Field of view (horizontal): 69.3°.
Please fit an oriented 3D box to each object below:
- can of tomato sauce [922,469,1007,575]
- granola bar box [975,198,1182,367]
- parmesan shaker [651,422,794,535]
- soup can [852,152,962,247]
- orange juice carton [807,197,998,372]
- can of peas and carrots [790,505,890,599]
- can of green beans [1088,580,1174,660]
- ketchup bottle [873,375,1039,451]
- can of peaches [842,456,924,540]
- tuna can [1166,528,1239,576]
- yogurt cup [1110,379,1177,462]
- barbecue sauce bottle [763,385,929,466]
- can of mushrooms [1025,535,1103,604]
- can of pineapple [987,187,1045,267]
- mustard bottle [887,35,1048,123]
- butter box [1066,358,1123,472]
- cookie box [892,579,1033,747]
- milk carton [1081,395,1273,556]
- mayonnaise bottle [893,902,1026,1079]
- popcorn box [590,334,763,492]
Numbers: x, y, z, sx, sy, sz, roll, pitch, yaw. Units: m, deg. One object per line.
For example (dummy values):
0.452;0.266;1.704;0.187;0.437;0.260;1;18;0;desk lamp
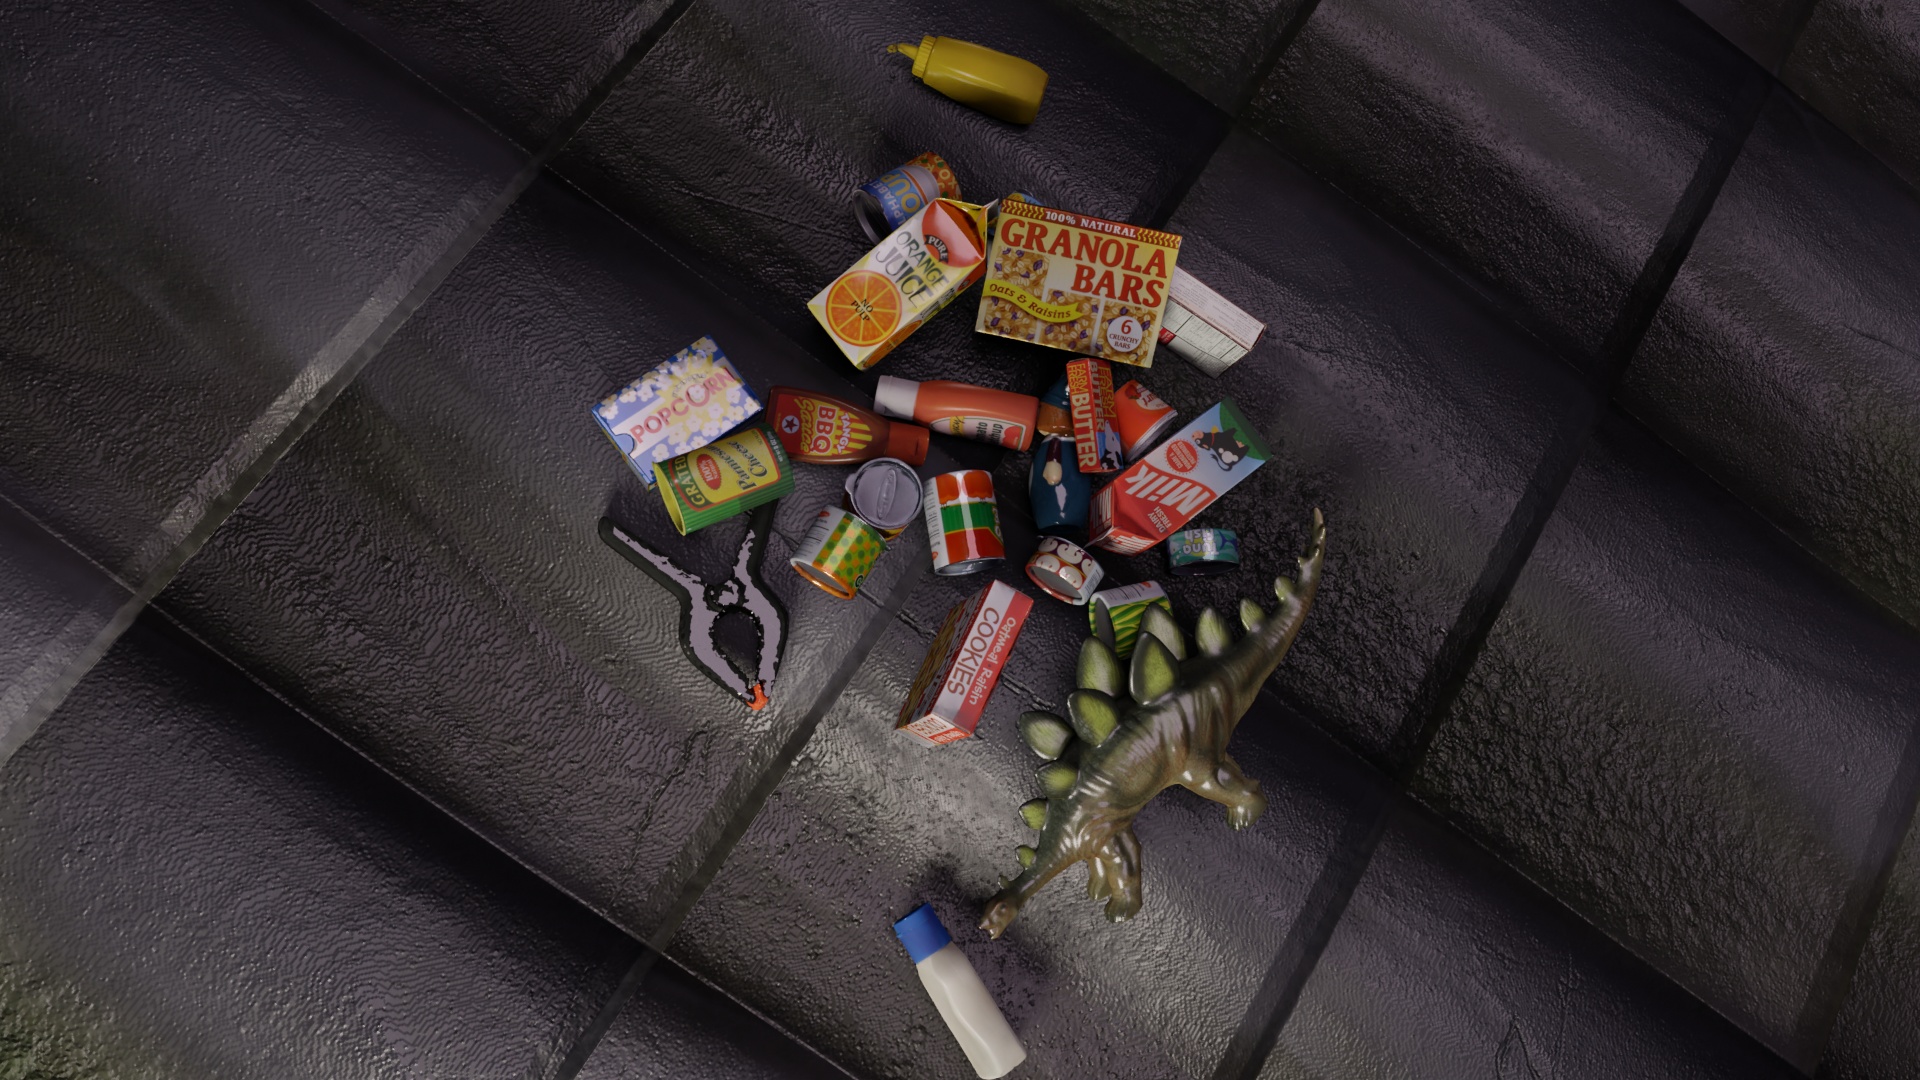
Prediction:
0.004;-0.016;1.257;0.071;0.071;0.083;-7;78;-15;can of tomato sauce
0.107;-0.237;1.278;0.166;0.039;0.124;12;102;1;granola bar box
-0.202;-0.056;1.189;0.103;0.071;0.071;-23;84;-18;parmesan shaker
-0.049;-0.321;1.313;0.084;0.071;0.071;-33;87;-18;soup can
-0.040;-0.243;1.264;0.192;0.072;0.073;-39;89;3;orange juice carton
-0.106;0.012;1.224;0.071;0.070;0.059;33;73;-4;can of peas and carrots
0.156;0.074;1.272;0.058;0.071;0.071;-11;80;-15;can of green beans
-0.005;-0.121;1.284;0.149;0.064;0.044;11;66;-2;ketchup bottle
-0.073;-0.037;1.248;0.071;0.058;0.071;3;77;-12;can of peaches
0.226;0.011;1.301;0.071;0.071;0.033;0;76;-13;tuna can
0.164;-0.116;1.321;0.072;0.072;0.054;-41;81;-18;yogurt cup
-0.104;-0.097;1.260;0.149;0.044;0.064;10;95;-11;barbecue sauce bottle
0.092;0.027;1.268;0.071;0.071;0.033;34;73;-4;can of mushrooms
0.052;-0.292;1.332;0.071;0.071;0.058;43;72;-1;can of pineapple
0.005;-0.461;1.364;0.160;0.065;0.049;20;78;-4;mustard bottle
0.123;-0.114;1.275;0.024;0.053;0.103;-7;90;29;butter box
0.000;0.108;1.173;0.040;0.167;0.123;28;73;-7;cookie box
0.193;-0.049;1.306;0.191;0.072;0.073;-36;88;-18;milk carton
-0.003;0.377;1.166;0.041;0.064;0.148;-29;81;-25;mayonnaise bottle
-0.250;-0.113;1.234;0.127;0.038;0.085;-37;89;-19;popcorn box
